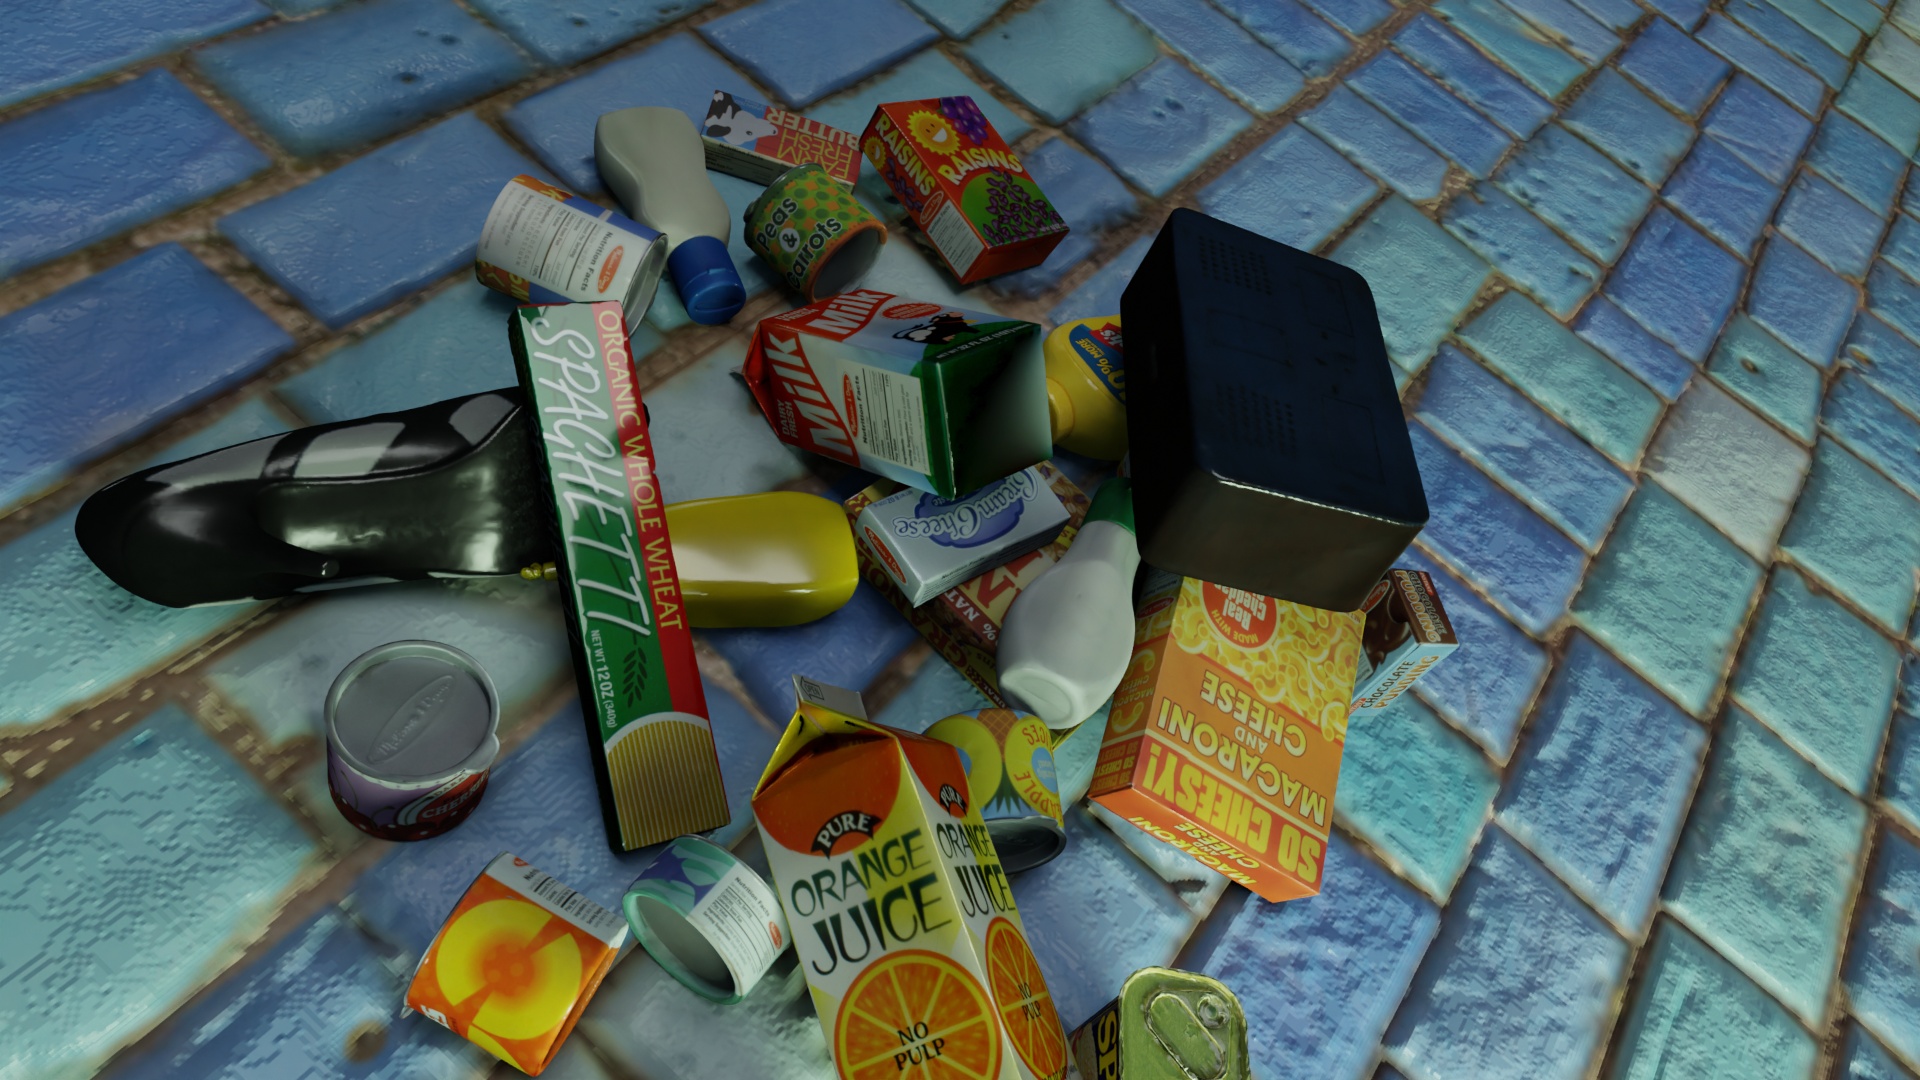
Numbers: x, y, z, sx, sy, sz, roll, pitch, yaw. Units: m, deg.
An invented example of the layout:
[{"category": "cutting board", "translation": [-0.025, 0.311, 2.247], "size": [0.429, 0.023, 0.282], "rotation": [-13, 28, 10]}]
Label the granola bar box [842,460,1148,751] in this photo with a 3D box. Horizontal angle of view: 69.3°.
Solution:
[{"category": "granola bar box", "translation": [0.030, 0.018, 0.750], "size": [0.166, 0.038, 0.125], "rotation": [44, 51, 12]}]

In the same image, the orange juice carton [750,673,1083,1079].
[{"category": "orange juice carton", "translation": [-0.025, 0.147, 0.574], "size": [0.193, 0.073, 0.072], "rotation": [68, 14, 19]}]

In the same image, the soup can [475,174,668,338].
[{"category": "soup can", "translation": [-0.212, -0.154, 0.764], "size": [0.084, 0.071, 0.072], "rotation": [23, 50, -4]}]

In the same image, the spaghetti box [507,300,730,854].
[{"category": "spaghetti box", "translation": [-0.155, 0.012, 0.624], "size": [0.050, 0.028, 0.250], "rotation": [-9, 82, -29]}]

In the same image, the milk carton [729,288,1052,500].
[{"category": "milk carton", "translation": [-0.044, -0.086, 0.745], "size": [0.072, 0.073, 0.191], "rotation": [-26, 31, -36]}]

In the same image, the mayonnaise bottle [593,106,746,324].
[{"category": "mayonnaise bottle", "translation": [-0.169, -0.195, 0.827], "size": [0.065, 0.041, 0.148], "rotation": [-12, 62, -28]}]

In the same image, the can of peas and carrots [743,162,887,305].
[{"category": "can of peas and carrots", "translation": [-0.088, -0.182, 0.833], "size": [0.059, 0.070, 0.071], "rotation": [44, 51, 12]}]

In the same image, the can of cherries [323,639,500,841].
[{"category": "can of cherries", "translation": [-0.227, 0.086, 0.579], "size": [0.071, 0.058, 0.072], "rotation": [12, 51, -15]}]

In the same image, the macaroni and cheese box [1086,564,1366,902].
[{"category": "macaroni and cheese box", "translation": [0.142, 0.083, 0.716], "size": [0.123, 0.040, 0.167], "rotation": [32, 57, -18]}]

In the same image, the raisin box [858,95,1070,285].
[{"category": "raisin box", "translation": [0.002, -0.233, 0.912], "size": [0.086, 0.040, 0.123], "rotation": [-24, 73, -42]}]

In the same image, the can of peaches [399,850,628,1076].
[{"category": "can of peaches", "translation": [-0.172, 0.166, 0.539], "size": [0.058, 0.071, 0.071], "rotation": [29, 49, 0]}]

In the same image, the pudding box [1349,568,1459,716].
[{"category": "pudding box", "translation": [0.235, 0.059, 0.776], "size": [0.030, 0.083, 0.050], "rotation": [3, 53, -22]}]

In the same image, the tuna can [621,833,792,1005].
[{"category": "tuna can", "translation": [-0.107, 0.156, 0.574], "size": [0.071, 0.070, 0.033], "rotation": [39, 51, 8]}]

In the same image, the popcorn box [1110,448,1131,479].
[{"category": "popcorn box", "translation": [0.147, -0.016, 0.795], "size": [0.127, 0.084, 0.038], "rotation": [12, 48, -14]}]

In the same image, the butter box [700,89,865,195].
[{"category": "butter box", "translation": [-0.116, -0.254, 0.904], "size": [0.103, 0.024, 0.053], "rotation": [15, 51, -12]}]

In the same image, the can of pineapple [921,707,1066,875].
[{"category": "can of pineapple", "translation": [0.015, 0.118, 0.649], "size": [0.071, 0.070, 0.058], "rotation": [6, 53, -18]}]

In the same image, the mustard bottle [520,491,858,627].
[{"category": "mustard bottle", "translation": [-0.133, 0.011, 0.681], "size": [0.160, 0.048, 0.065], "rotation": [-2, 60, -23]}]

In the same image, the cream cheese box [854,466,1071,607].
[{"category": "cream cheese box", "translation": [0.003, -0.009, 0.716], "size": [0.104, 0.024, 0.053], "rotation": [-24, 69, -34]}]

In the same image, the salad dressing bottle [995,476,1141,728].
[{"category": "salad dressing bottle", "translation": [0.065, 0.027, 0.704], "size": [0.064, 0.043, 0.148], "rotation": [29, 49, 0]}]
